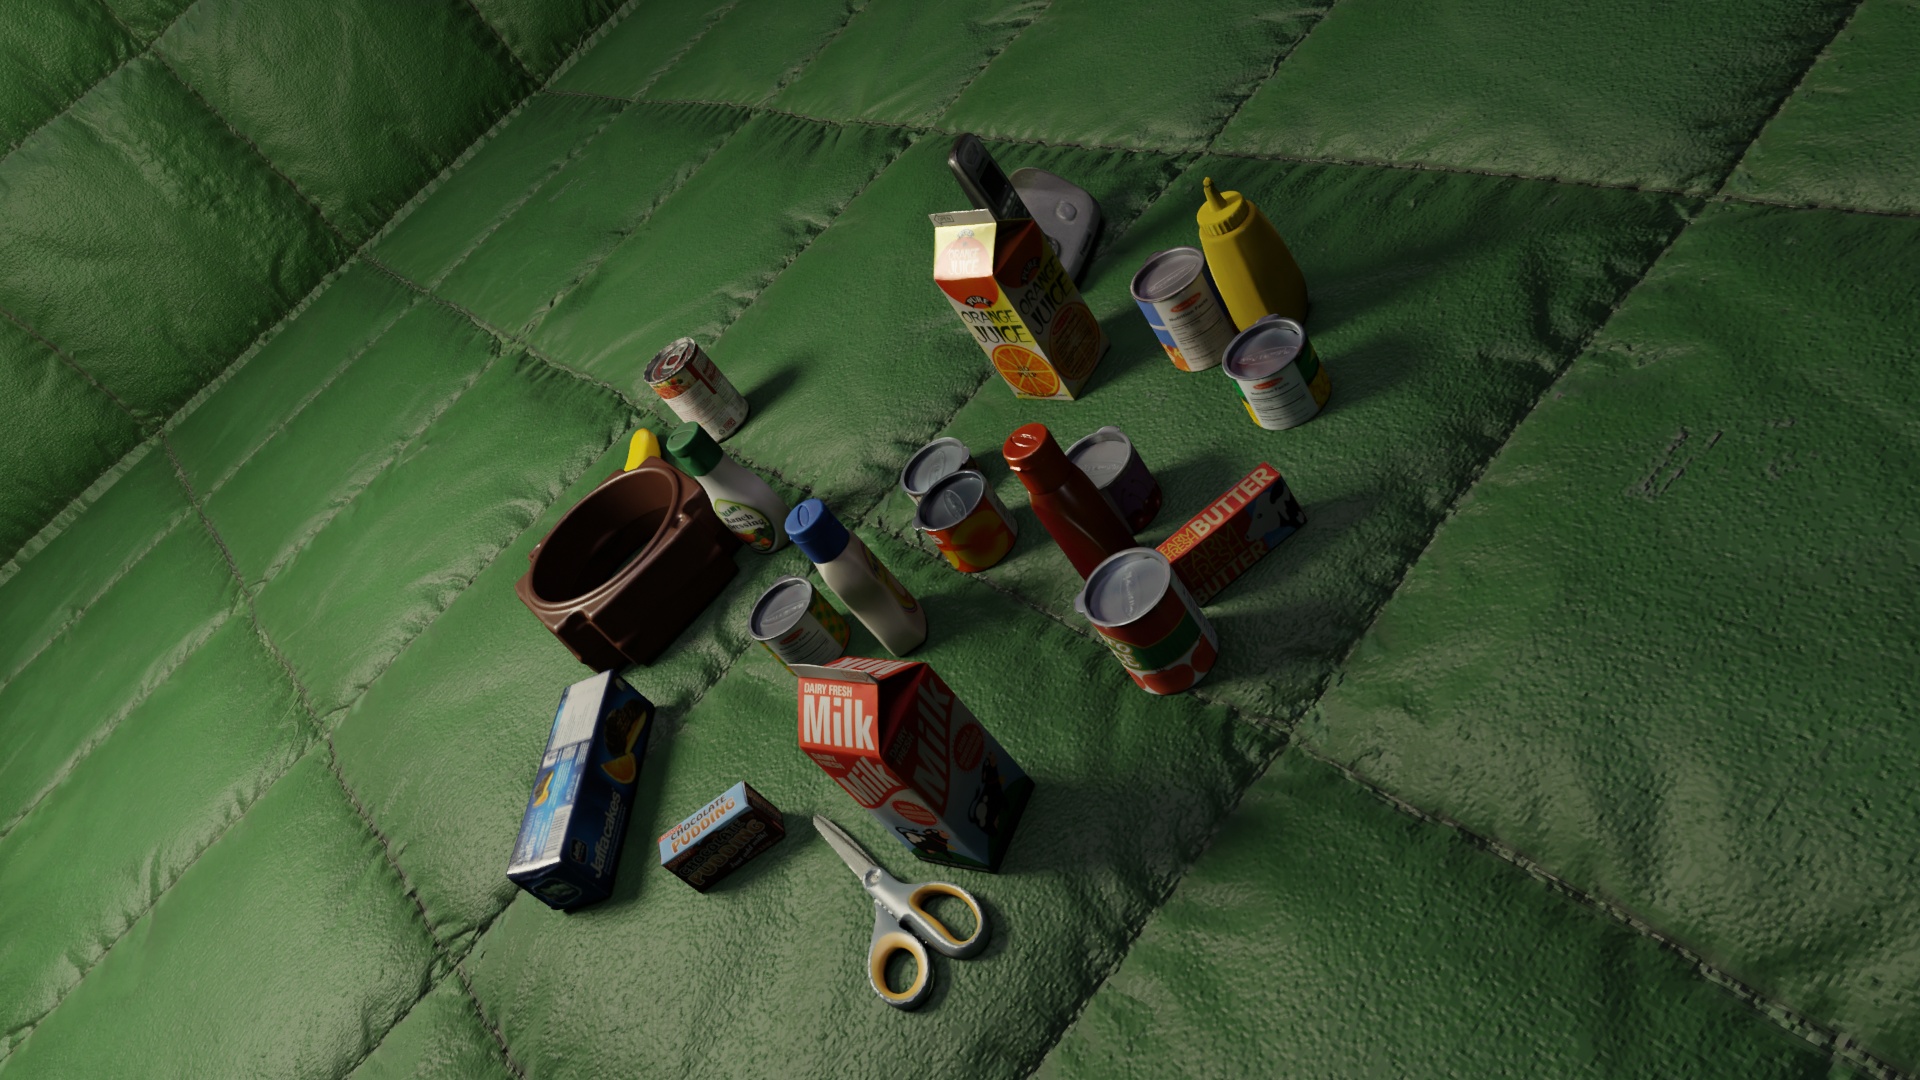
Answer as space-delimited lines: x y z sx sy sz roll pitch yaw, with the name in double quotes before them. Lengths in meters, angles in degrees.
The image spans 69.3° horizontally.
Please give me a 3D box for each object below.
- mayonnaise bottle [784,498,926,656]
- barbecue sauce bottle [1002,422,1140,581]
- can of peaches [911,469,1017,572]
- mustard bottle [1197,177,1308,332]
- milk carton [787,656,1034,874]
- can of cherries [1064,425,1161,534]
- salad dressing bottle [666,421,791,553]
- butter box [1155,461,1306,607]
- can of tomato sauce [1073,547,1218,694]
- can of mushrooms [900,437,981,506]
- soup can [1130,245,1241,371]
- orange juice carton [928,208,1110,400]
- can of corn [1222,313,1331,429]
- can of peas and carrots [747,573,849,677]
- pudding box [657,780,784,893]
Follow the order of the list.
"mayonnaise bottle" -0.082 0.027 1.098 0.041 0.147 0.065 -32 37 9
"barbecue sauce bottle" 0.082 -0.023 1.013 0.065 0.148 0.044 19 65 49
"can of peaches" 0.004 -0.014 1.145 0.071 0.058 0.071 -23 39 20
"mustard bottle" 0.225 -0.227 1.100 0.049 0.159 0.065 5 54 43
"milk carton" -0.035 0.137 0.907 0.072 0.190 0.074 -1 50 40
"can of cherries" 0.117 -0.045 1.081 0.071 0.058 0.072 -23 39 20
"salad dressing bottle" -0.213 -0.049 1.290 0.064 0.147 0.044 -8 46 35
"butter box" 0.191 -0.003 0.980 0.103 0.053 0.024 -39 36 0
"can of tomato sauce" 0.128 0.057 0.944 0.071 0.083 0.071 -23 39 20
"can of mushrooms" -0.015 -0.056 1.226 0.071 0.033 0.071 -23 39 20
"soup can" 0.189 -0.194 1.159 0.071 0.083 0.072 -23 39 20
"orange juice carton" 0.046 -0.213 1.208 0.072 0.192 0.073 8 56 45
"can of corn" 0.243 -0.129 1.065 0.071 0.058 0.071 -23 39 20
"can of peas and carrots" -0.136 0.072 1.172 0.071 0.058 0.071 -23 39 20
"pudding box" -0.182 0.225 1.055 0.083 0.049 0.030 -35 37 6
